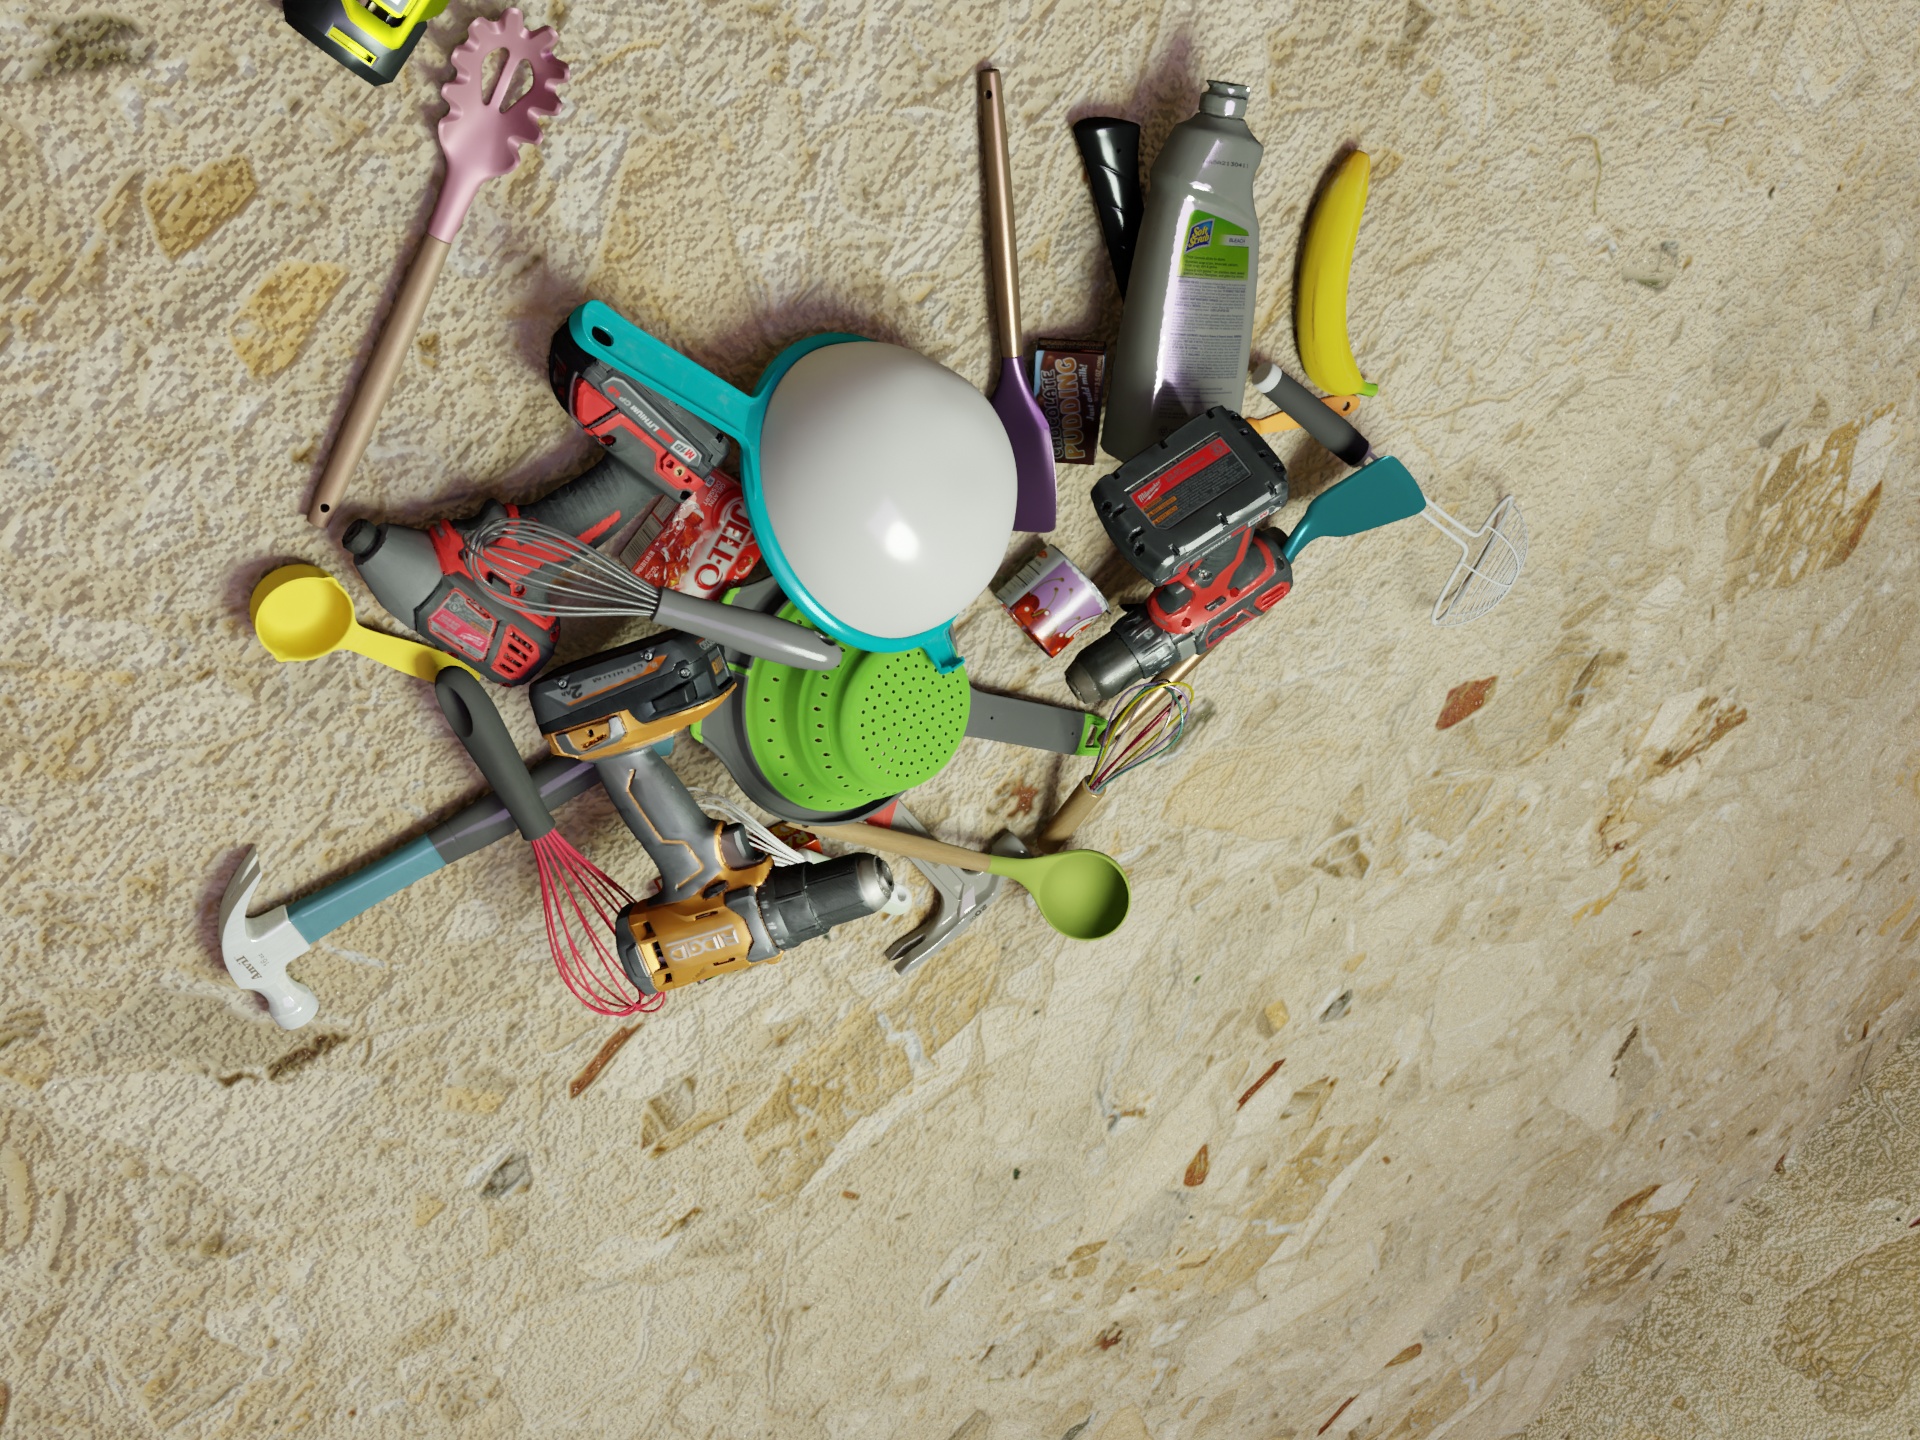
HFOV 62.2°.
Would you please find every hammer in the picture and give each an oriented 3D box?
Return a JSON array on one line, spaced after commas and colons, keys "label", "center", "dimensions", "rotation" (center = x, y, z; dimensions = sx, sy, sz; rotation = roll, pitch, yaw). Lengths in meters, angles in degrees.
[{"label": "hammer", "center": [0.146, -0.244, 1.165], "dimensions": [0.149, 0.036, 0.408], "rotation": [-30, 129, -10]}, {"label": "hammer", "center": [-0.342, 0.081, 1.078], "dimensions": [0.331, 0.033, 0.128], "rotation": [-30, 130, -12]}, {"label": "hammer", "center": [-0.081, 0.057, 1.215], "dimensions": [0.149, 0.037, 0.358], "rotation": [-41, 131, -2]}]

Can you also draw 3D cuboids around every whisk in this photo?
[{"label": "whisk", "center": [-0.122, 0.102, 1.161], "dimensions": [0.059, 0.058, 0.246], "rotation": [-27, 144, 33]}, {"label": "whisk", "center": [-0.180, -0.069, 0.950], "dimensions": [0.238, 0.055, 0.055], "rotation": [16, 109, -23]}, {"label": "whisk", "center": [0.119, 0.041, 1.257], "dimensions": [0.047, 0.051, 0.244], "rotation": [-31, 163, -37]}, {"label": "whisk", "center": [-0.273, 0.088, 1.060], "dimensions": [0.073, 0.073, 0.295], "rotation": [-29, 119, -12]}]

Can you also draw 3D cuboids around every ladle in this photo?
[{"label": "ladle", "center": [0.004, 0.113, 1.243], "dimensions": [0.320, 0.062, 0.078], "rotation": [17, 109, -35]}]

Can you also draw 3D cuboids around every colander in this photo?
[{"label": "colander", "center": [-0.002, -0.004, 1.158], "dimensions": [0.396, 0.095, 0.204], "rotation": [10, 96, -42]}]

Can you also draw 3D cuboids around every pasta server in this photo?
[{"label": "pasta server", "center": [-0.305, -0.246, 0.896], "dimensions": [0.060, 0.040, 0.316], "rotation": [22, 107, -25]}]

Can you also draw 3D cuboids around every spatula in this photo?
[{"label": "spatula", "center": [0.228, -0.086, 1.257], "dimensions": [0.317, 0.044, 0.082], "rotation": [-45, 138, 8]}, {"label": "spatula", "center": [0.031, -0.273, 1.079], "dimensions": [0.018, 0.060, 0.315], "rotation": [-53, 144, -52]}]

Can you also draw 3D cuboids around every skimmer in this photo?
[{"label": "skimmer", "center": [0.349, -0.193, 1.311], "dimensions": [0.363, 0.090, 0.127], "rotation": [29, 95, -31]}]

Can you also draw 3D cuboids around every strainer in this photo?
[{"label": "strainer", "center": [-0.073, -0.173, 0.964], "dimensions": [0.340, 0.095, 0.211], "rotation": [26, 65, -43]}]

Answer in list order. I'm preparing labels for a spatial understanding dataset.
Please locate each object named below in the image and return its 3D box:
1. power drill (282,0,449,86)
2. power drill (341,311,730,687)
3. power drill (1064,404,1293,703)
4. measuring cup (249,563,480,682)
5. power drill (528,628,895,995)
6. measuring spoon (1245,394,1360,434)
[{"label": "power drill", "center": [-0.317, -0.443, 0.743], "dimensions": [0.228, 0.080, 0.190], "rotation": [29, 101, -42]}, {"label": "power drill", "center": [-0.260, -0.134, 0.969], "dimensions": [0.219, 0.079, 0.143], "rotation": [-46, 130, 6]}, {"label": "power drill", "center": [0.148, -0.102, 1.123], "dimensions": [0.188, 0.080, 0.226], "rotation": [-33, 157, -2]}, {"label": "measuring cup", "center": [-0.368, -0.053, 0.992], "dimensions": [0.062, 0.029, 0.156], "rotation": [-54, 141, 9]}, {"label": "power drill", "center": [-0.158, 0.054, 1.025], "dimensions": [0.185, 0.084, 0.226], "rotation": [-17, 102, 11]}, {"label": "measuring spoon", "center": [0.270, -0.238, 1.255], "dimensions": [0.117, 0.011, 0.021], "rotation": [-17, 126, -21]}]
